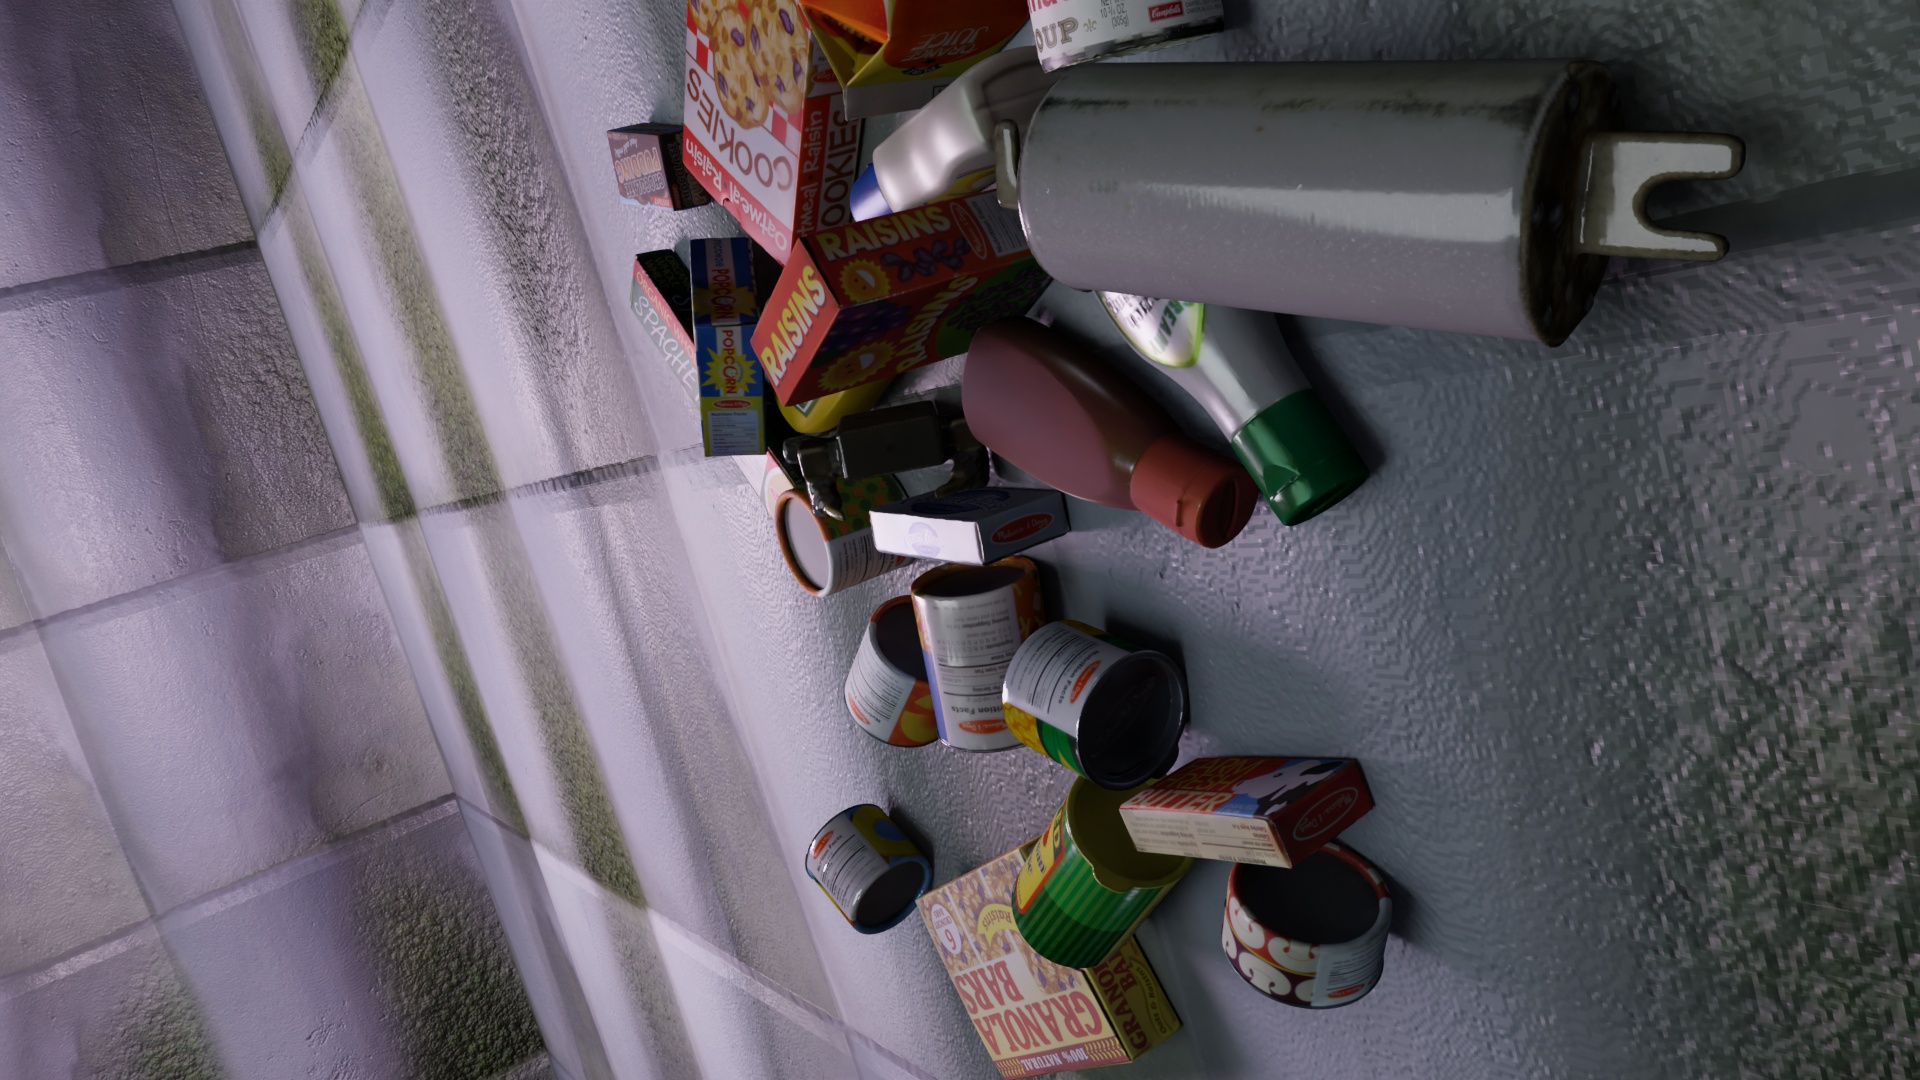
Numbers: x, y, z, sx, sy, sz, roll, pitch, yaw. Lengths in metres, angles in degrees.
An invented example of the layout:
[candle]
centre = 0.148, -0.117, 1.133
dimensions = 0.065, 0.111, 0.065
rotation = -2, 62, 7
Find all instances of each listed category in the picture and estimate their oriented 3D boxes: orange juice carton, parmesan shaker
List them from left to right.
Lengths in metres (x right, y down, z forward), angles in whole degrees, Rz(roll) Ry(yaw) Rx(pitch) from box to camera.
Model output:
[orange juice carton]
centre = -0.019, -0.269, 0.558
dimensions = 0.073, 0.072, 0.191
rotation = 36, 136, 42
[parmesan shaker]
centre = 0.068, 0.163, 0.685
dimensions = 0.071, 0.071, 0.102
rotation = 53, 146, 24

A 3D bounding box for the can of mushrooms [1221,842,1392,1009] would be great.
[can of mushrooms]
centre = 0.140, 0.154, 0.570
dimensions = 0.071, 0.071, 0.033
rotation = 34, 135, 44

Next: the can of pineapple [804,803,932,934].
[can of pineapple]
centre = -0.060, 0.220, 0.930
dimensions = 0.058, 0.071, 0.070
rotation = 39, 138, 40

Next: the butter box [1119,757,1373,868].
[butter box]
centre = 0.119, 0.114, 0.593
dimensions = 0.103, 0.053, 0.024
rotation = -15, 98, 60

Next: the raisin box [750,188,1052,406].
[raisin box]
centre = -0.022, -0.109, 0.609
dimensions = 0.040, 0.124, 0.085
rotation = 62, 149, 11

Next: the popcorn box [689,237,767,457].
[popcorn box]
centre = -0.138, -0.117, 0.823
dimensions = 0.127, 0.038, 0.084
rotation = -108, 17, -54

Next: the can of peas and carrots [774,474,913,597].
[can of peas and carrots]
centre = -0.069, -0.008, 0.809
dimensions = 0.071, 0.059, 0.070
rotation = 34, 135, 44

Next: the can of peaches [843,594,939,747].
[can of peaches]
centre = -0.025, 0.072, 0.782
dimensions = 0.071, 0.071, 0.057
rotation = 51, 140, 27

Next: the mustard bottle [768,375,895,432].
[mustard bottle]
centre = -0.057, -0.111, 0.736
dimensions = 0.065, 0.049, 0.159
rotation = 65, 149, 9

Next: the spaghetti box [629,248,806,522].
[spaghetti box]
centre = -0.150, -0.093, 0.913
dimensions = 0.251, 0.029, 0.049
rotation = 54, 146, 24

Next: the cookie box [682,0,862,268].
[cookie box]
centre = -0.101, -0.244, 0.732
dimensions = 0.123, 0.040, 0.166
rotation = 48, 144, 31

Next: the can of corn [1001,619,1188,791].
[can of corn]
centre = 0.063, 0.077, 0.647
dimensions = 0.058, 0.071, 0.071
rotation = 20, 125, 52

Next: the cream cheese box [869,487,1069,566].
[cream cheese box]
centre = 0.003, -0.009, 0.701
dimensions = 0.104, 0.053, 0.024
rotation = 6, 112, 56

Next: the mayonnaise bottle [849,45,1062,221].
[mayonnaise bottle]
centre = -0.005, -0.169, 0.609
dimensions = 0.148, 0.065, 0.041
rotation = -11, 102, 63

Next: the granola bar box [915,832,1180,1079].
[granola bar box]
centre = 0.043, 0.243, 0.804
dimensions = 0.124, 0.039, 0.164
rotation = 62, 149, 12

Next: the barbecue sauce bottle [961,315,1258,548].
[barbecue sauce bottle]
centre = 0.061, -0.044, 0.597
dimensions = 0.149, 0.044, 0.064
rotation = 36, 136, 42

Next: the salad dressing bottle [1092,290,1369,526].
[salad dressing bottle]
centre = 0.097, -0.075, 0.520
dimensions = 0.148, 0.044, 0.064
rotation = 59, 141, 16

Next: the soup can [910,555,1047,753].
[soup can]
centre = 0.014, 0.056, 0.713
dimensions = 0.071, 0.071, 0.083
rotation = 14, 119, 54

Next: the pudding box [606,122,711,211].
[pudding box]
centre = -0.194, -0.240, 0.893
dimensions = 0.084, 0.030, 0.049
rotation = 24, 129, 50
